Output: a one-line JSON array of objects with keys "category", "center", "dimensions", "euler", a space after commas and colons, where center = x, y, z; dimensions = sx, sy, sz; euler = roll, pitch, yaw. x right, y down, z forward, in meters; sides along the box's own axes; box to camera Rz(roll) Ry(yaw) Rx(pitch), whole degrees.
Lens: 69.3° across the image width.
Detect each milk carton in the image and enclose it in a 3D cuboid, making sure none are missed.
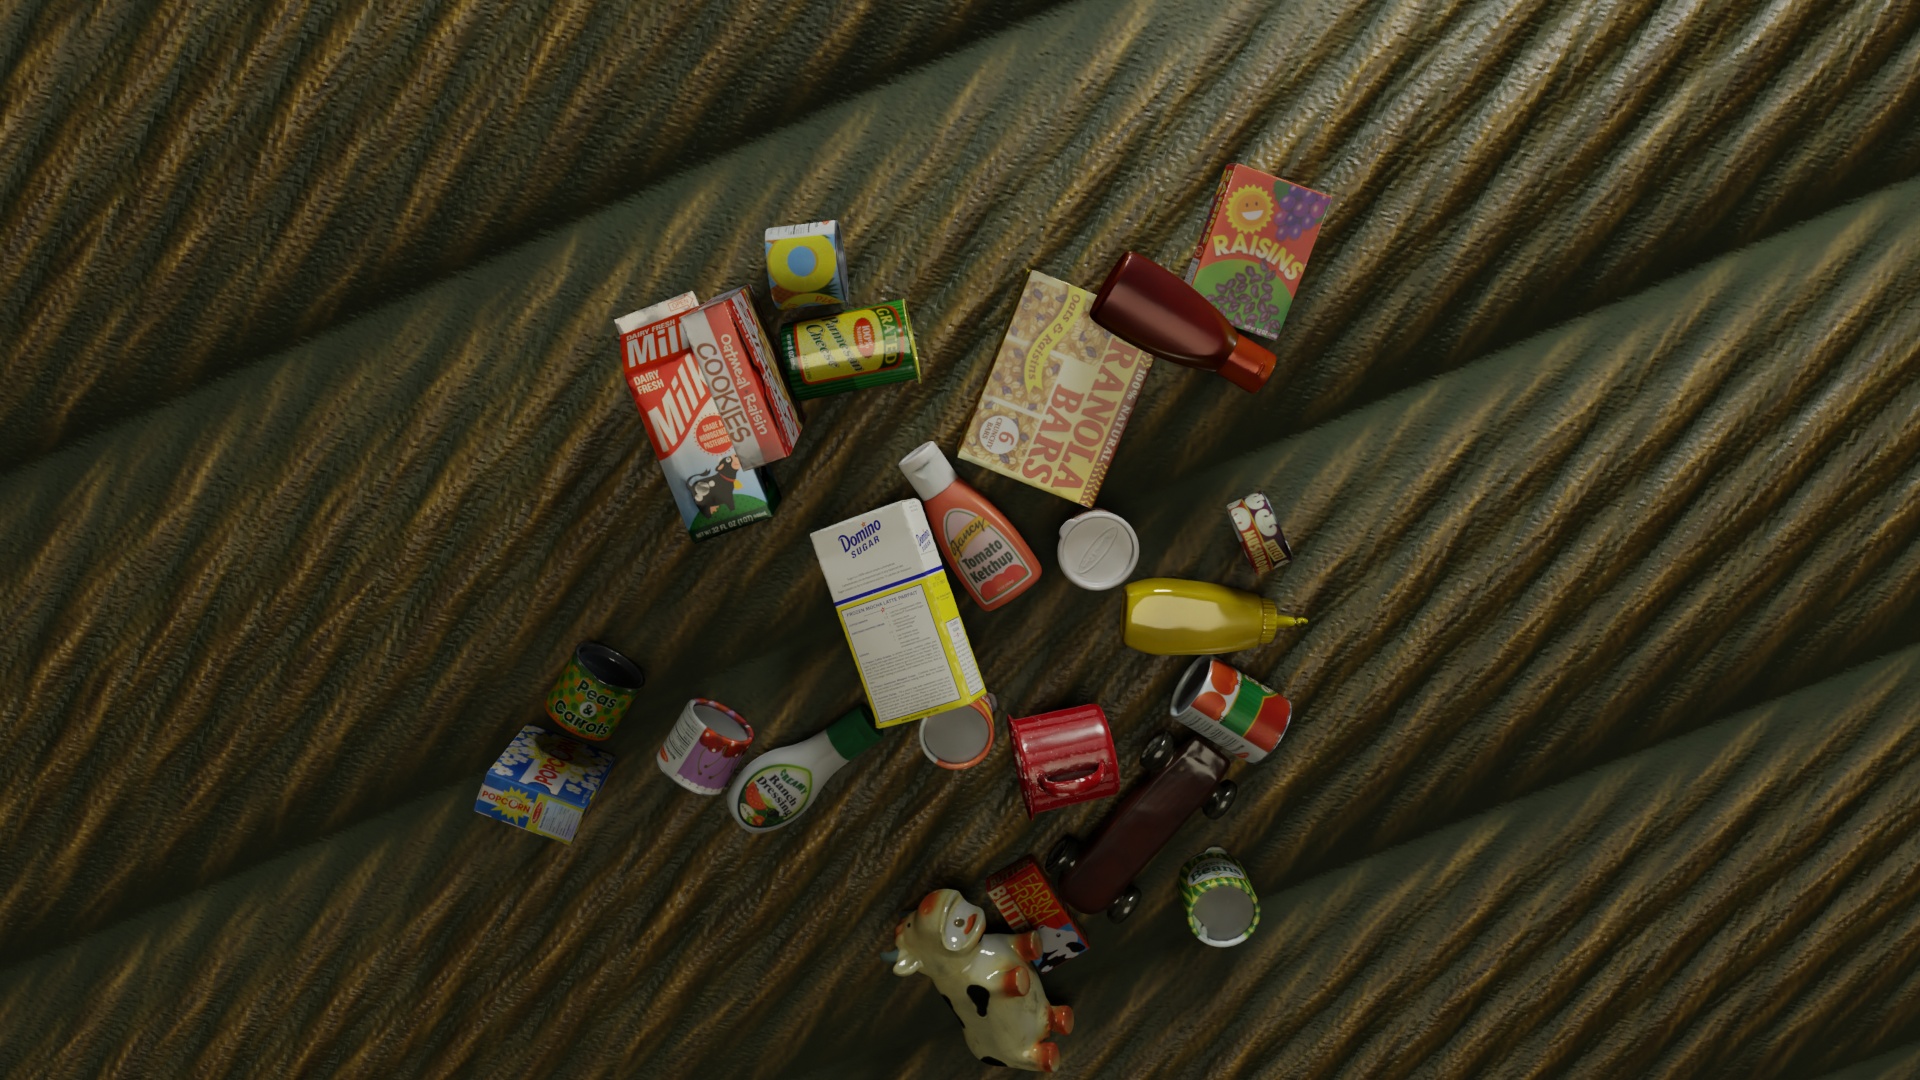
[{"category": "milk carton", "center": [-0.215, -0.102, 1.137], "dimensions": [0.072, 0.073, 0.190], "euler": [-19, 103, 4]}]

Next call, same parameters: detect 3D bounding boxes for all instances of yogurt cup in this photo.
[{"category": "yogurt cup", "center": [0.114, 0.003, 1.180], "dimensions": [0.072, 0.054, 0.072], "euler": [0, 104, -1]}]

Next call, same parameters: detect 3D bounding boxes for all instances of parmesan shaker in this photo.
[{"category": "parmesan shaker", "center": [-0.089, -0.151, 1.130], "dimensions": [0.103, 0.071, 0.071], "euler": [-11, 104, 1]}]

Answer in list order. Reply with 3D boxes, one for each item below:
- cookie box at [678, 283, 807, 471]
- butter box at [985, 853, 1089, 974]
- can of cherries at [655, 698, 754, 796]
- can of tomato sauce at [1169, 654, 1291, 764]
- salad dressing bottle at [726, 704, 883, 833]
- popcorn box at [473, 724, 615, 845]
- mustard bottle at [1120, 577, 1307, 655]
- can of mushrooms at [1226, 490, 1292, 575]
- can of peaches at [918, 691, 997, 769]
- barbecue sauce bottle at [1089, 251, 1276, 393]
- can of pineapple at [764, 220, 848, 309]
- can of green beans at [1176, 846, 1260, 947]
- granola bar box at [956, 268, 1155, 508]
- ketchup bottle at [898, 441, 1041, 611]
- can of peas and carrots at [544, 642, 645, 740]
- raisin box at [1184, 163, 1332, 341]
[{"category": "cookie box", "center": [-0.165, -0.131, 1.082], "dimensions": [0.040, 0.168, 0.122], "euler": [-21, 104, 3]}, {"category": "butter box", "center": [0.071, 0.344, 1.278], "dimensions": [0.053, 0.024, 0.103], "euler": [-31, 102, 7]}, {"category": "can of cherries", "center": [-0.220, 0.180, 1.212], "dimensions": [0.071, 0.071, 0.058], "euler": [30, 101, -8]}, {"category": "can of tomato sauce", "center": [0.236, 0.145, 1.213], "dimensions": [0.083, 0.071, 0.071], "euler": [31, 101, -8]}, {"category": "salad dressing bottle", "center": [-0.137, 0.200, 1.228], "dimensions": [0.147, 0.044, 0.064], "euler": [-36, 101, 7]}, {"category": "popcorn box", "center": [-0.351, 0.205, 1.182], "dimensions": [0.085, 0.127, 0.038], "euler": [22, 99, -7]}, {"category": "mustard bottle", "center": [0.220, 0.068, 1.201], "dimensions": [0.160, 0.049, 0.065], "euler": [4, 103, -3]}, {"category": "can of mushrooms", "center": [0.253, -0.005, 1.173], "dimensions": [0.033, 0.071, 0.071], "euler": [-23, 103, 7]}, {"category": "can of peaches", "center": [-0.002, 0.159, 1.214], "dimensions": [0.071, 0.058, 0.071], "euler": [0, 104, -1]}, {"category": "barbecue sauce bottle", "center": [0.180, -0.168, 1.106], "dimensions": [0.148, 0.044, 0.065], "euler": [29, 94, -8]}, {"category": "can of pineapple", "center": [-0.123, -0.219, 1.114], "dimensions": [0.058, 0.071, 0.070], "euler": [-6, 104, 1]}, {"category": "can of green beans", "center": [0.233, 0.325, 1.260], "dimensions": [0.071, 0.058, 0.071], "euler": [0, 104, -1]}, {"category": "granola bar box", "center": [0.083, -0.126, 1.155], "dimensions": [0.124, 0.039, 0.165], "euler": [21, 102, -7]}, {"category": "ketchup bottle", "center": [0.004, -0.015, 1.179], "dimensions": [0.064, 0.044, 0.148], "euler": [-33, 102, 11]}, {"category": "can of peas and carrots", "center": [-0.315, 0.131, 1.193], "dimensions": [0.071, 0.071, 0.058], "euler": [32, 102, -9]}, {"category": "raisin box", "center": [0.238, -0.235, 1.133], "dimensions": [0.086, 0.040, 0.123], "euler": [18, 104, -5]}]
